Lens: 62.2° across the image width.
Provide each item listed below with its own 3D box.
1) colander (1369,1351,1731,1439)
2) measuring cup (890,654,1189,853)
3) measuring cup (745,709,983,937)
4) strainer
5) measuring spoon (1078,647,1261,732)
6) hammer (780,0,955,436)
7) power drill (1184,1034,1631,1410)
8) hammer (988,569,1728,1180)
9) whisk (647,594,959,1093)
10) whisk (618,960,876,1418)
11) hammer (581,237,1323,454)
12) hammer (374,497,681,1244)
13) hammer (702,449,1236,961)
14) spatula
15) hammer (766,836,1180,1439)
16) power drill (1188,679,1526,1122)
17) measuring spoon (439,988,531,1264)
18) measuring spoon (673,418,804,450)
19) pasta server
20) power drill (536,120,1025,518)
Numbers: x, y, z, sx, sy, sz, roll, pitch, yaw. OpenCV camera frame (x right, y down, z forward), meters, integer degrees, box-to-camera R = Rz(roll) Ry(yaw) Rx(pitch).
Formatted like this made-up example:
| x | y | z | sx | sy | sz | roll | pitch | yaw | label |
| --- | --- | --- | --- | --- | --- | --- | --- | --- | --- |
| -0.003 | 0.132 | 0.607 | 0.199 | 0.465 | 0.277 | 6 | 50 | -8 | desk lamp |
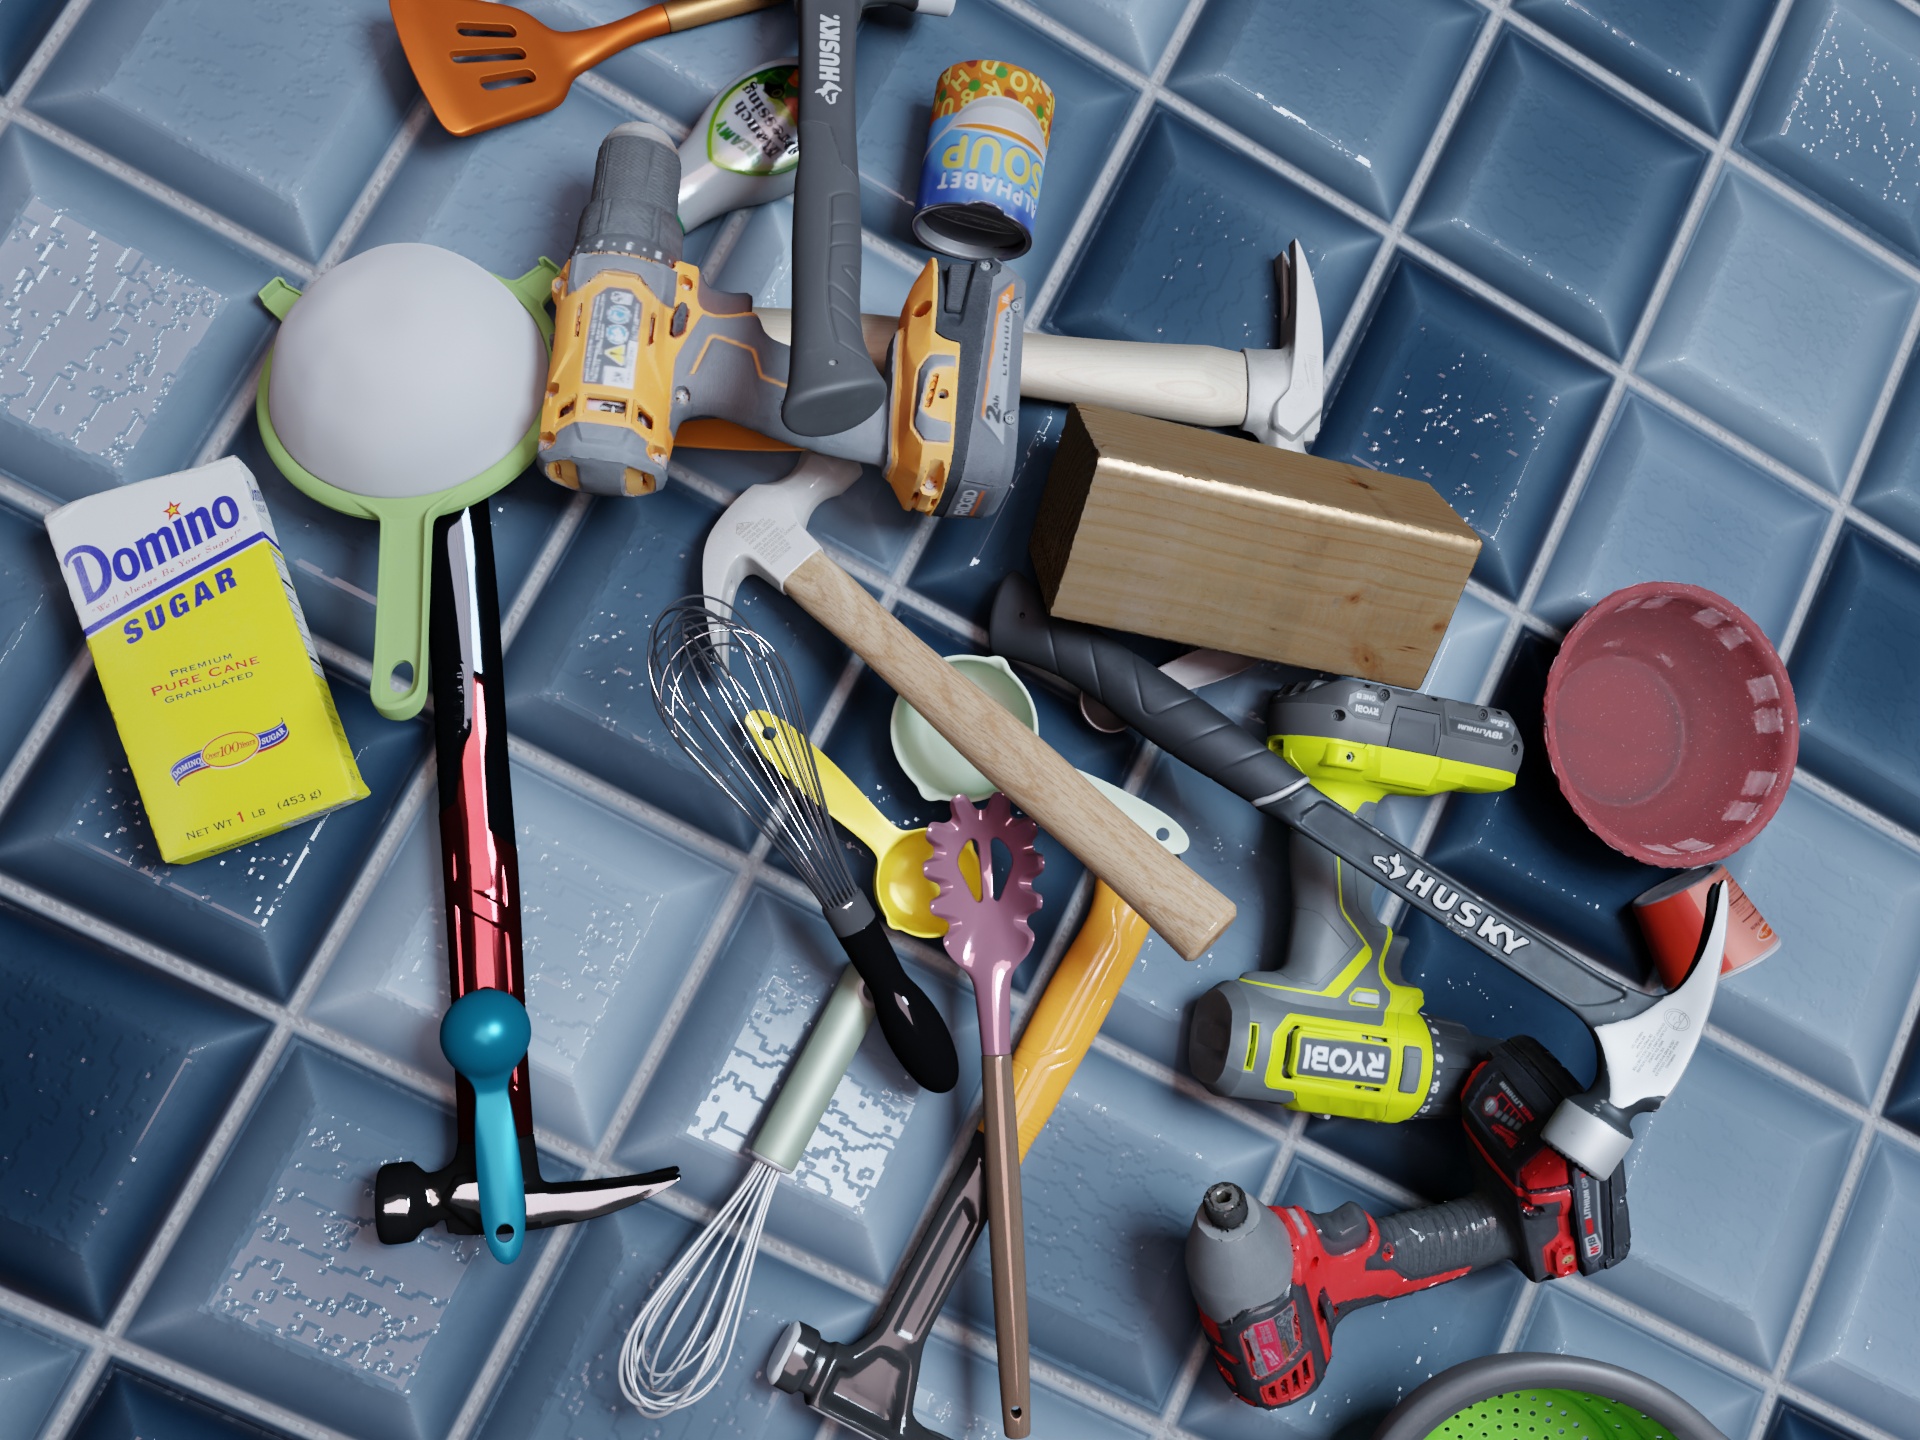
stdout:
| x | y | z | sx | sy | sz | roll | pitch | yaw | label |
| --- | --- | --- | --- | --- | --- | --- | --- | --- | --- |
| 0.216 | 0.409 | 0.831 | 0.397 | 0.094 | 0.204 | 1 | 92 | 6 | colander |
| 0.043 | 0.025 | 0.830 | 0.167 | 0.038 | 0.083 | 28 | 92 | 4 | measuring cup |
| -0.054 | 0.051 | 0.831 | 0.156 | 0.029 | 0.062 | 43 | 78 | -2 | measuring cup |
| -0.264 | -0.128 | 0.737 | 0.151 | 0.069 | 0.257 | -5 | 66 | -3 | strainer |
| 0.118 | -0.023 | 0.882 | 0.124 | 0.018 | 0.034 | -20 | 87 | -20 | measuring spoon |
| -0.069 | -0.268 | 0.756 | 0.146 | 0.035 | 0.335 | 4 | 58 | -10 | hammer |
| 0.220 | 0.255 | 0.810 | 0.219 | 0.079 | 0.143 | -23 | 122 | -4 | power drill |
| 0.180 | 0.043 | 0.796 | 0.409 | 0.036 | 0.149 | 35 | 90 | 17 | hammer |
| -0.069 | 0.066 | 0.775 | 0.070 | 0.070 | 0.284 | -32 | 106 | -13 | whisk |
| -0.099 | 0.228 | 0.796 | 0.057 | 0.059 | 0.246 | 38 | 72 | -31 | whisk |
| 0.000 | -0.206 | 0.861 | 0.410 | 0.038 | 0.146 | 3 | 83 | -11 | hammer |
| -0.223 | 0.053 | 0.788 | 0.143 | 0.038 | 0.386 | -4 | 85 | -14 | hammer |
| -0.001 | -0.003 | 0.786 | 0.331 | 0.031 | 0.130 | 42 | 77 | 17 | hammer |
| -0.134 | -0.385 | 0.847 | 0.322 | 0.041 | 0.081 | -23 | 89 | -14 | spatula |
| 0.034 | 0.214 | 0.829 | 0.127 | 0.034 | 0.337 | 30 | 79 | -7 | hammer |
| 0.233 | 0.103 | 0.861 | 0.190 | 0.080 | 0.228 | 10 | 85 | -15 | power drill |
| -0.218 | 0.191 | 0.744 | 0.042 | 0.021 | 0.129 | -6 | 85 | -15 | measuring spoon |
| -0.118 | -0.147 | 0.830 | 0.117 | 0.011 | 0.021 | 0 | 68 | 2 | measuring spoon |
| 0.019 | 0.195 | 0.792 | 0.060 | 0.040 | 0.316 | -3 | 84 | 3 | pasta server |
| -0.086 | -0.195 | 0.783 | 0.226 | 0.084 | 0.185 | 5 | 77 | -8 | power drill |
